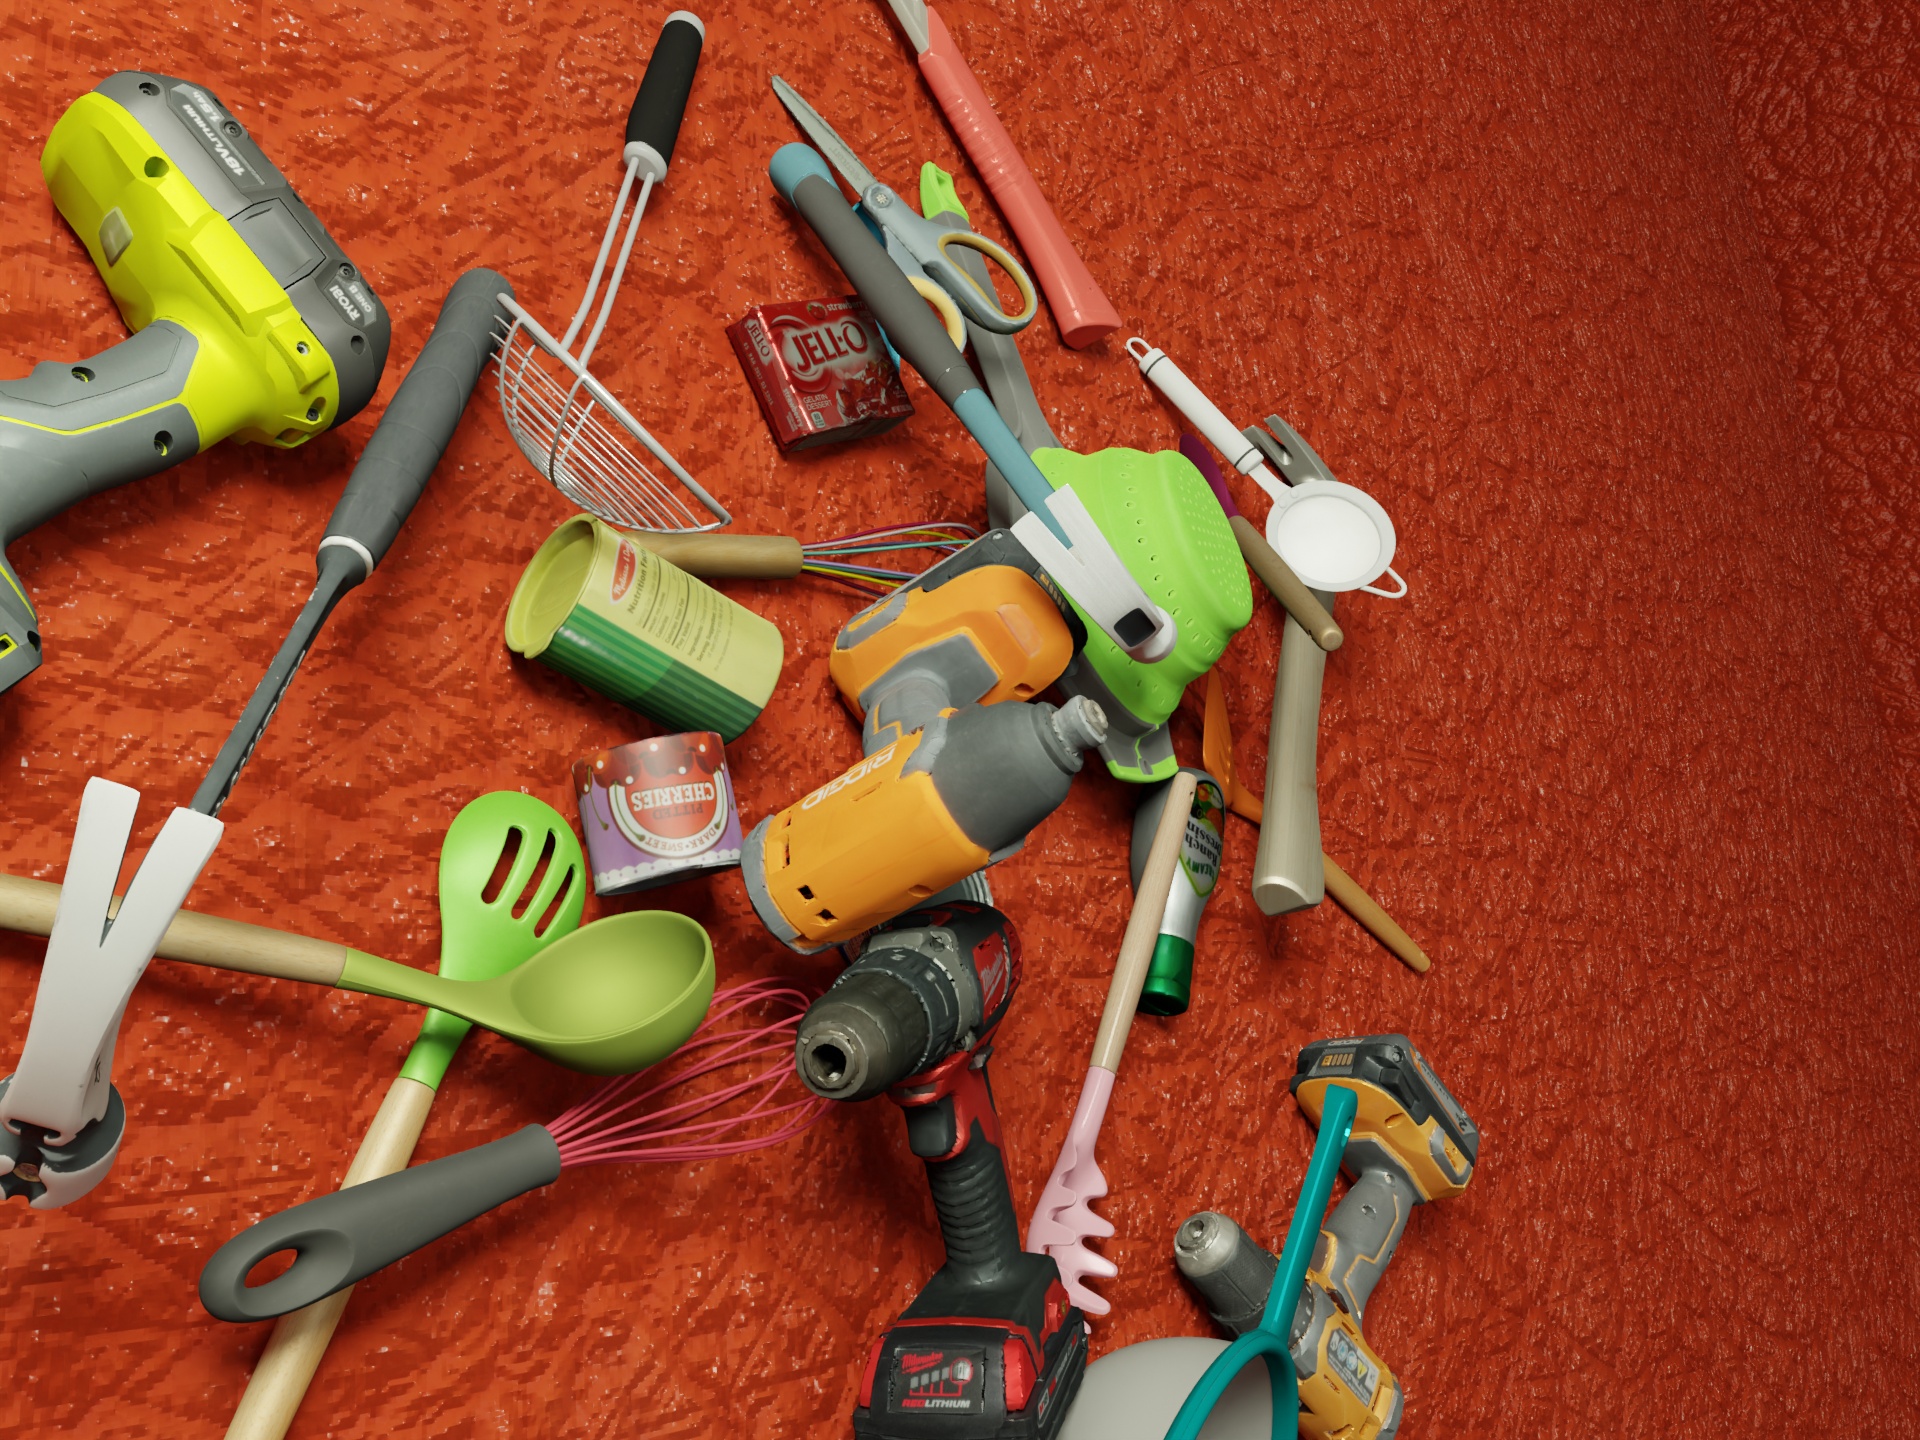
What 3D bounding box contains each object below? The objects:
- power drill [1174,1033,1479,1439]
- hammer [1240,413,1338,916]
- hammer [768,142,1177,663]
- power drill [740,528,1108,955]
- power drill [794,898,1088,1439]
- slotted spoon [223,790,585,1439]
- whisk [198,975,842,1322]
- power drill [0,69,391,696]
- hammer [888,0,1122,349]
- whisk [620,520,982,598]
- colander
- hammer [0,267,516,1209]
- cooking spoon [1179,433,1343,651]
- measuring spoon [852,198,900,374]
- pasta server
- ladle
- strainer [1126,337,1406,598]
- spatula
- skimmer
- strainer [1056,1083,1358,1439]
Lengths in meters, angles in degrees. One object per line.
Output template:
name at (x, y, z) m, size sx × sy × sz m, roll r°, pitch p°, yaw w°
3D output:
power drill at (0.218, 0.293, 0.951) m, size 0.185 × 0.084 × 0.226 m, roll 50°, pitch 50°, yaw -20°
hammer at (0.224, -0.043, 1.070) m, size 0.146 × 0.038 × 0.411 m, roll 44°, pitch 40°, yaw -25°
hammer at (-0.002, -0.171, 0.813) m, size 0.331 × 0.033 × 0.128 m, roll 56°, pitch 10°, yaw 18°
power drill at (-0.001, -0.002, 0.720) m, size 0.084 × 0.164 × 0.227 m, roll 52°, pitch 23°, yaw -19°
power drill at (-0.011, 0.197, 0.672) m, size 0.188 × 0.080 × 0.226 m, roll -14°, pitch 97°, yaw -73°
slotted spoon at (-0.209, 0.159, 0.583) m, size 0.070 × 0.031 × 0.314 m, roll 42°, pitch 50°, yaw -34°
whisk at (-0.145, 0.160, 0.611) m, size 0.295 × 0.073 × 0.073 m, roll -12°, pitch 85°, yaw -51°
power drill at (-0.321, -0.119, 0.531) m, size 0.171 × 0.080 × 0.223 m, roll 54°, pitch 47°, yaw -19°
hammer at (0.001, -0.399, 0.999) m, size 0.359 × 0.037 × 0.149 m, roll 56°, pitch 37°, yaw -18°
whisk at (-0.067, -0.080, 0.810) m, size 0.245 × 0.051 × 0.047 m, roll -4°, pitch 84°, yaw -44°
colander at (0.078, -0.164, 0.926) m, size 0.204 × 0.094 × 0.397 m, roll -1°, pitch 70°, yaw -64°
hammer at (-0.216, -0.049, 0.544) m, size 0.036 × 0.149 × 0.409 m, roll 24°, pitch 39°, yaw -17°
cooking spoon at (0.174, -0.109, 0.965) m, size 0.319 × 0.017 × 0.068 m, roll -106°, pitch 177°, yaw -64°
measuring spoon at (-0.048, -0.234, 0.909) m, size 0.042 × 0.021 × 0.129 m, roll 3°, pitch 82°, yaw -23°
pasta server at (0.091, 0.167, 0.864) m, size 0.060 × 0.040 × 0.316 m, roll 52°, pitch 49°, yaw -47°
ladle at (-0.234, 0.068, 0.540) m, size 0.320 × 0.078 × 0.062 m, roll 18°, pitch 104°, yaw -29°
strainer at (0.201, -0.169, 1.077) m, size 0.087 × 0.050 × 0.258 m, roll -37°, pitch 78°, yaw -18°
spatula at (0.241, 0.086, 1.077) m, size 0.322 × 0.041 × 0.081 m, roll 41°, pitch 43°, yaw -31°
skimmer at (-0.133, -0.229, 0.725) m, size 0.127 × 0.090 × 0.364 m, roll 45°, pitch 38°, yaw -42°
strainer at (0.101, 0.323, 0.765) m, size 0.340 × 0.095 × 0.210 m, roll -64°, pitch 146°, yaw -25°
